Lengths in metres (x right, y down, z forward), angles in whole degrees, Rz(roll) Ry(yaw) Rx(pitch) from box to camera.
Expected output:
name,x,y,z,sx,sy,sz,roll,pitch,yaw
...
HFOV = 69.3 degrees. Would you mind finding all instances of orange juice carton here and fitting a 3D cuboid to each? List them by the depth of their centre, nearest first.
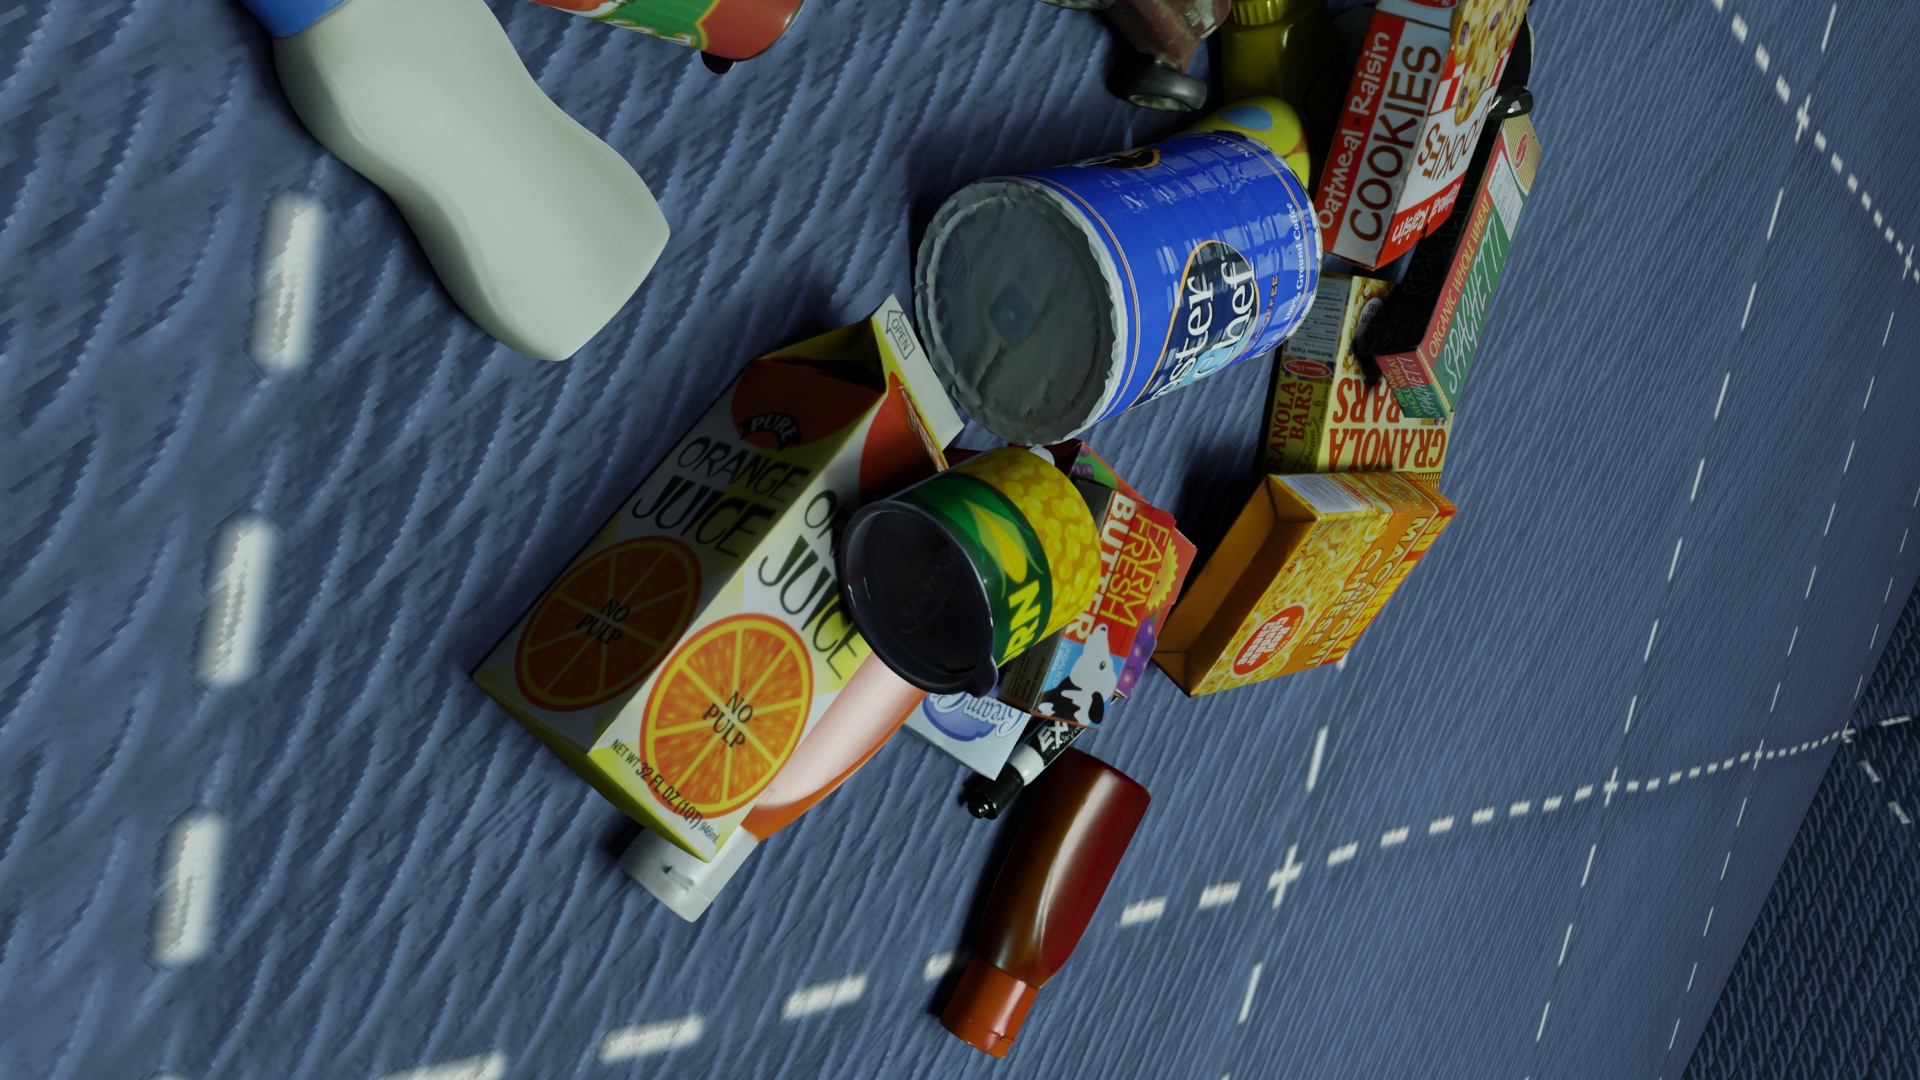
name,x,y,z,sx,sy,sz,roll,pitch,yaw
orange juice carton,-0.066,0.004,0.483,0.193,0.073,0.071,-53,136,-21

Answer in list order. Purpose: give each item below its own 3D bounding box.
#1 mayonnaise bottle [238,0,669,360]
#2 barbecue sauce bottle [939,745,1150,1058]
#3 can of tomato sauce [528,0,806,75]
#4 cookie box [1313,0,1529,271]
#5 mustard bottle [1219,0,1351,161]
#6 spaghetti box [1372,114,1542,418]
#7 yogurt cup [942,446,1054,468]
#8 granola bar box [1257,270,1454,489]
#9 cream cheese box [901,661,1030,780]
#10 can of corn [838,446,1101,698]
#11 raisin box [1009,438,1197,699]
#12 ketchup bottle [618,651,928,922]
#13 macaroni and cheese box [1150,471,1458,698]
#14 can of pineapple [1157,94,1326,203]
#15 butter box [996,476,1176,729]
name,x,y,z,sx,sy,sz,roll,pitch,yaw
mayonnaise bottle,-0.144,-0.118,0.377,0.065,0.041,0.147,-56,136,-19
barbecue sauce bottle,0.040,0.179,0.689,0.064,0.044,0.149,41,74,-48
can of tomato sauce,-0.092,-0.177,0.393,0.083,0.071,0.071,-1,105,-47
cookie box,0.217,-0.217,0.630,0.123,0.040,0.166,-34,143,-49
mustard bottle,0.155,-0.221,0.662,0.065,0.049,0.159,-51,135,-25
spaghetti box,0.291,-0.170,0.801,0.050,0.028,0.251,52,51,-30
yogurt cup,0.002,-0.007,0.568,0.073,0.054,0.072,-20,118,-42
granola bar box,0.241,-0.090,0.815,0.166,0.039,0.124,-5,107,-47
cream cheese box,-0.006,0.063,0.609,0.103,0.024,0.053,40,75,-47
can of corn,0.005,0.010,0.453,0.058,0.071,0.071,-28,124,-41
raisin box,0.055,0.013,0.647,0.123,0.040,0.086,37,76,-49
ketchup bottle,-0.066,0.073,0.524,0.064,0.043,0.149,43,74,-11
macaroni and cheese box,0.191,0.020,0.766,0.167,0.040,0.123,-4,133,-48
can of pineapple,0.127,-0.164,0.638,0.058,0.071,0.070,-37,129,-34
butter box,0.056,0.028,0.603,0.053,0.024,0.103,22,87,-48
